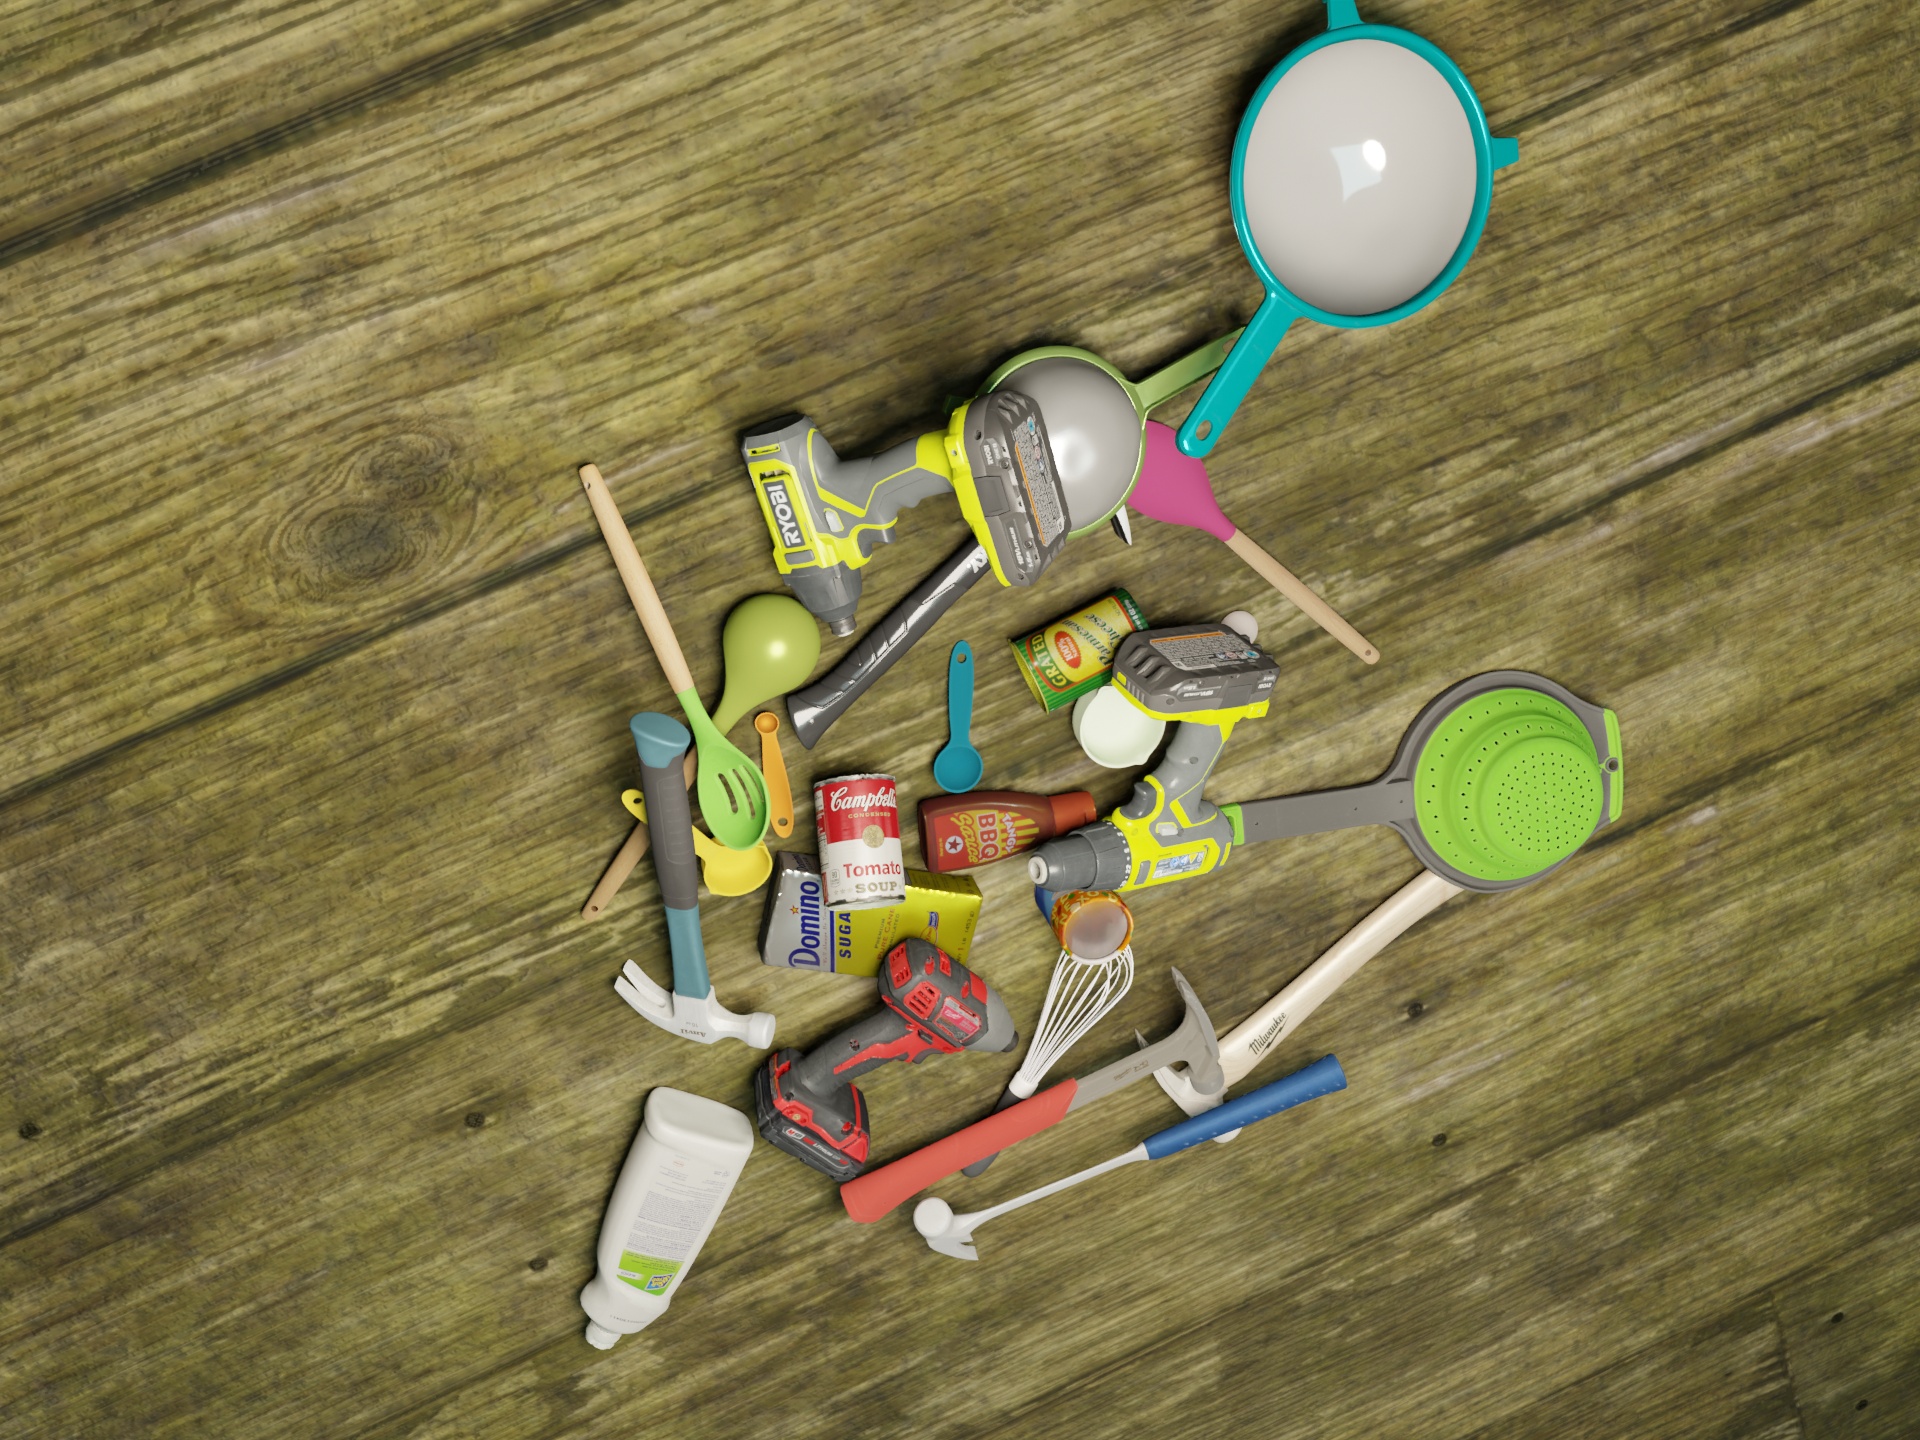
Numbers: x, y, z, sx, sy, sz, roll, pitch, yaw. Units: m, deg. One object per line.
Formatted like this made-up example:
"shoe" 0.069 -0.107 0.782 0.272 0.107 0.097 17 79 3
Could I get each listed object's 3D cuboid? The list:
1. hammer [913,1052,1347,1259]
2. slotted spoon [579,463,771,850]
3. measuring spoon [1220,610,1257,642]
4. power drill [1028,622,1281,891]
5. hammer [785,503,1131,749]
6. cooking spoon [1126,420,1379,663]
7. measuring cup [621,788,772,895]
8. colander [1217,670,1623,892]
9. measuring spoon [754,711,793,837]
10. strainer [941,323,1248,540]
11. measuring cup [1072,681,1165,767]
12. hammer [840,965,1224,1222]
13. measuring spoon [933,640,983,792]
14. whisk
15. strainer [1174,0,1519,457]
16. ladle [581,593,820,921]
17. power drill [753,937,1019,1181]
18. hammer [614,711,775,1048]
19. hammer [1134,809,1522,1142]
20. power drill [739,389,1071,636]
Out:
"hammer" 0.159 0.398 1.453 0.405 0.035 0.144 -22 149 -2
"slotted spoon" -0.218 -0.048 1.210 0.070 0.031 0.313 -17 101 33
"measuring spoon" 0.226 -0.034 1.364 0.034 0.018 0.124 10 108 -17
"power drill" 0.157 0.043 1.296 0.190 0.080 0.228 -8 126 -32
"hammer" -0.012 -0.100 1.273 0.335 0.035 0.146 -44 113 5
"cooking spoon" 0.243 -0.140 1.327 0.318 0.017 0.069 36 100 -22
"measuring cup" -0.215 0.089 1.279 0.062 0.029 0.156 -41 129 11
"colander" 0.414 0.074 1.394 0.397 0.094 0.204 -8 100 -6
"measuring spoon" -0.152 0.044 1.309 0.021 0.011 0.116 -7 116 -2
"strainer" 0.125 -0.229 1.202 0.256 0.069 0.151 -30 112 -3
"measuring cup" 0.168 -0.026 1.344 0.167 0.038 0.083 -34 116 -4
"hammer" 0.059 0.345 1.407 0.359 0.037 0.149 -25 127 -2
"measuring spoon" -0.002 -0.004 1.325 0.042 0.021 0.128 -1 101 -13
"whisk" 0.073 0.305 1.438 0.070 0.070 0.284 23 108 -20
"strainer" 0.249 -0.349 1.197 0.210 0.095 0.340 31 95 -20
"ladle" -0.217 0.035 1.277 0.078 0.062 0.320 32 107 -16
"power drill" -0.061 0.290 1.360 0.219 0.079 0.143 -42 121 16
"hammer" -0.220 0.133 1.254 0.128 0.033 0.330 7 127 9
"hammer" 0.352 0.218 1.482 0.410 0.038 0.146 -41 113 3
"power drill" -0.040 -0.152 1.176 0.223 0.080 0.171 -6 115 27
